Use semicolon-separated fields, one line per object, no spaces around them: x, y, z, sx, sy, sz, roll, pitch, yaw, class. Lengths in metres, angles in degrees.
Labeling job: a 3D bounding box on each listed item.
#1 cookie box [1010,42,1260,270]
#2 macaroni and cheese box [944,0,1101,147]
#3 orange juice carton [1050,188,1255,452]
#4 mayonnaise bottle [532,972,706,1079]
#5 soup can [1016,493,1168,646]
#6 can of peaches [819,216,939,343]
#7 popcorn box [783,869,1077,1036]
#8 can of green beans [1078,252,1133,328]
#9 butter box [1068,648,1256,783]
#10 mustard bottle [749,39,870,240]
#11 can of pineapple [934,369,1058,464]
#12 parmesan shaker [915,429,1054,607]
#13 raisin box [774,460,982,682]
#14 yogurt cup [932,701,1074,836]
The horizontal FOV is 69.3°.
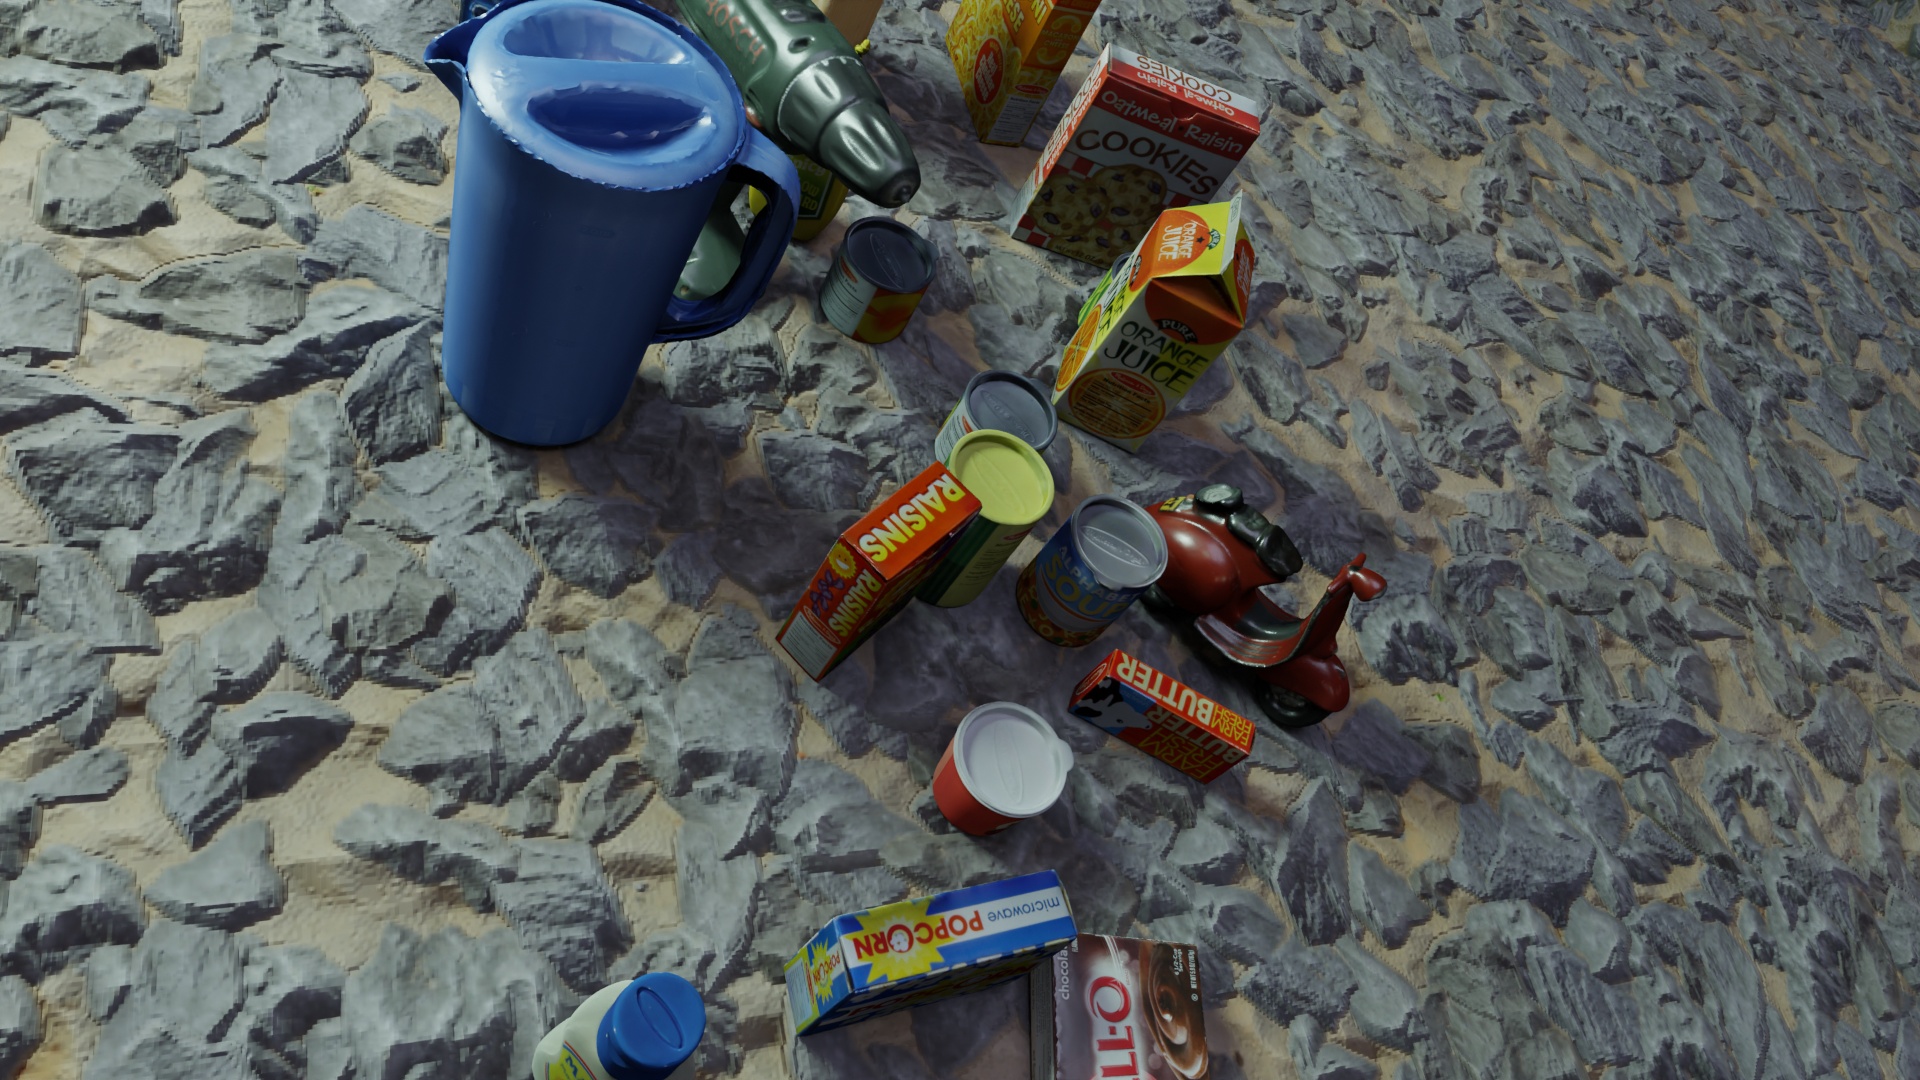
0.126;-0.275;1.036;0.123;0.166;0.040;15;54;-17;cookie box
0.049;-0.415;1.091;0.040;0.165;0.124;-1;60;-27;macaroni and cheese box
0.137;-0.150;0.942;0.073;0.191;0.072;25;52;-10;orange juice carton
-0.143;0.219;0.586;0.041;0.147;0.065;-31;76;-37;mayonnaise bottle
0.080;0.022;0.869;0.071;0.083;0.072;13;54;-19;soup can
-0.055;-0.178;0.952;0.071;0.057;0.071;13;54;-19;can of peaches
-0.016;0.207;0.698;0.127;0.084;0.038;-5;62;-29;popcorn box
0.129;-0.172;1.039;0.071;0.057;0.071;13;54;-19;can of green beans
0.124;0.109;0.853;0.103;0.053;0.024;29;51;-7;butter box
-0.094;-0.272;0.929;0.065;0.159;0.049;25;51;-10;mustard bottle
0.024;-0.070;0.920;0.071;0.057;0.071;13;54;-19;can of pineapple
0.003;-0.011;0.840;0.071;0.102;0.071;13;54;-19;parmesan shaker
-0.047;0.019;0.783;0.040;0.122;0.086;45;51;7;raisin box
0.019;0.132;0.785;0.072;0.053;0.073;13;54;-19;yogurt cup
